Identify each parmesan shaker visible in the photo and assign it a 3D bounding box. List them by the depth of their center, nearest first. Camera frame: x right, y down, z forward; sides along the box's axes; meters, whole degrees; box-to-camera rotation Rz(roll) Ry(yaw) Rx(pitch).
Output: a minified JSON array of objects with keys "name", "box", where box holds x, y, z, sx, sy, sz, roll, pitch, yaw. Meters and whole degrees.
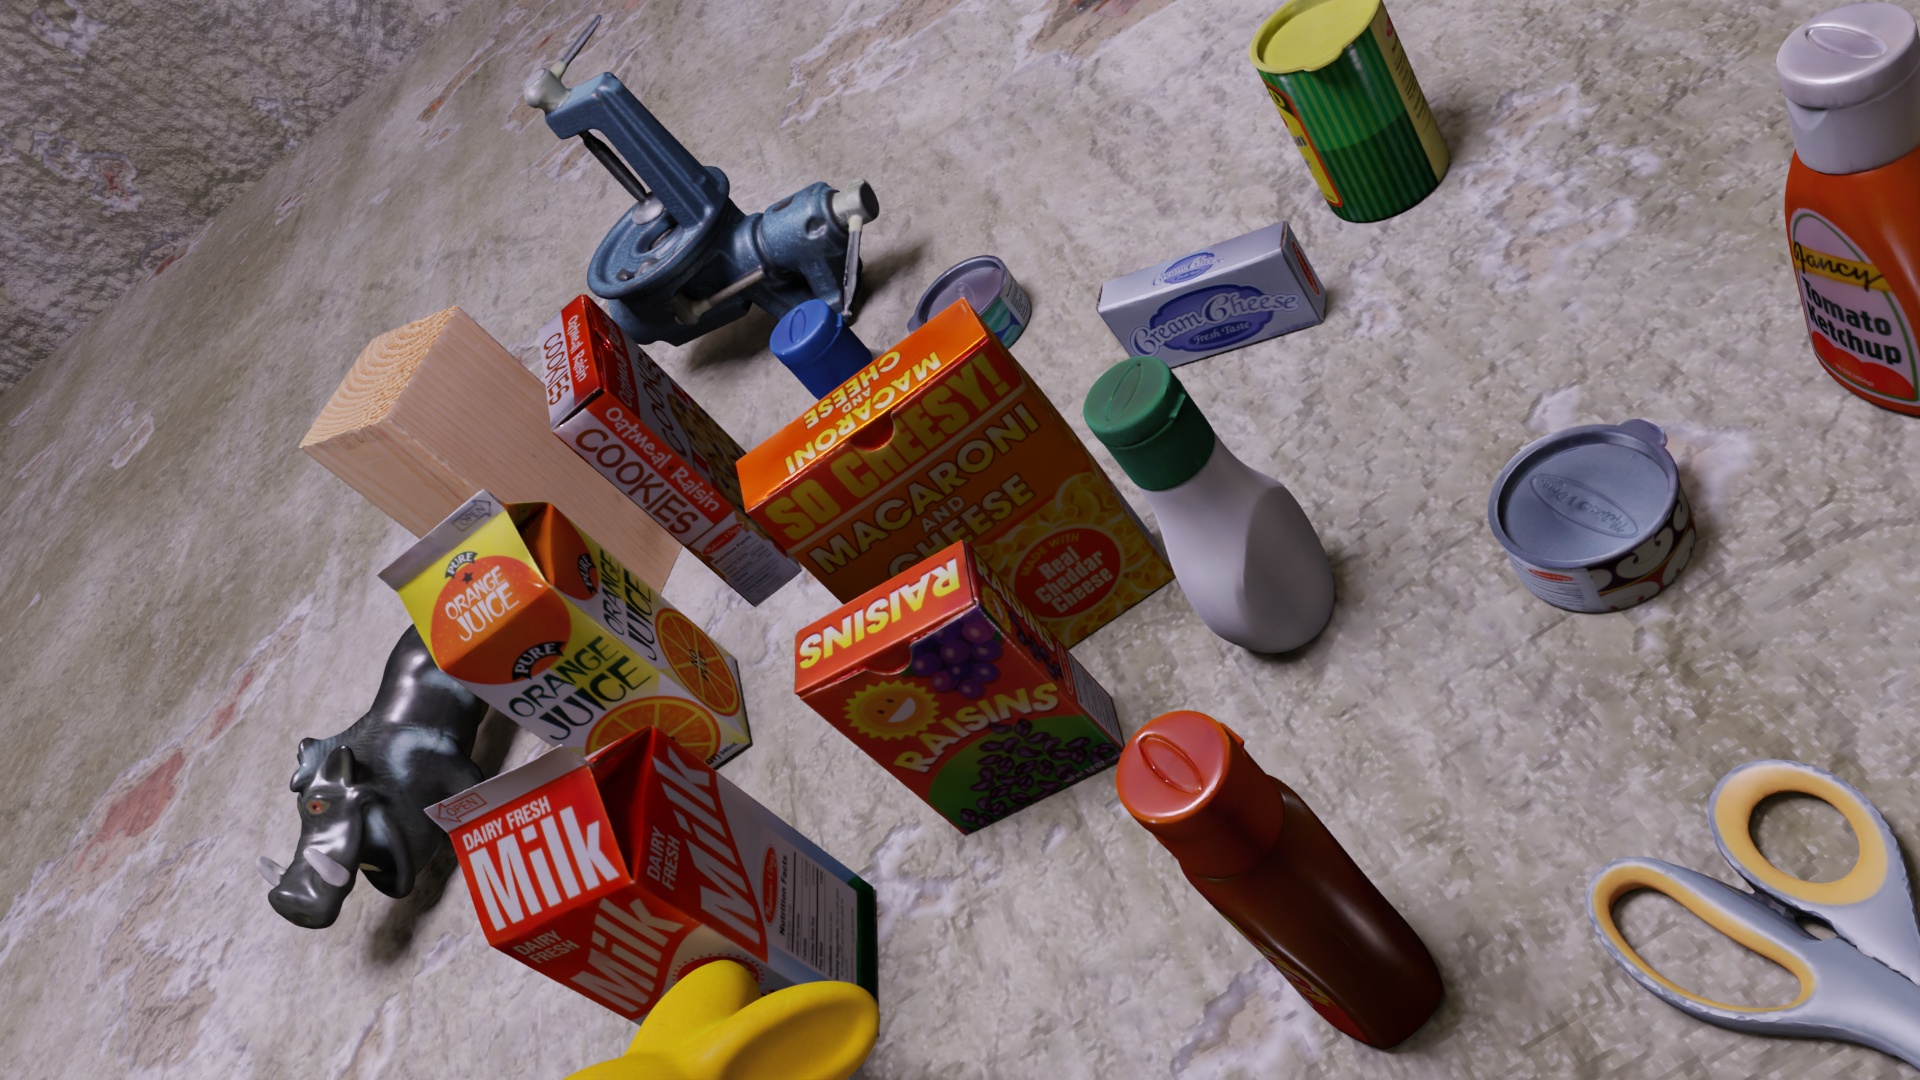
[{"name":"parmesan shaker","box":[0.196,-0.217,0.697,0.071,0.103,0.072,-24,41,23]}]

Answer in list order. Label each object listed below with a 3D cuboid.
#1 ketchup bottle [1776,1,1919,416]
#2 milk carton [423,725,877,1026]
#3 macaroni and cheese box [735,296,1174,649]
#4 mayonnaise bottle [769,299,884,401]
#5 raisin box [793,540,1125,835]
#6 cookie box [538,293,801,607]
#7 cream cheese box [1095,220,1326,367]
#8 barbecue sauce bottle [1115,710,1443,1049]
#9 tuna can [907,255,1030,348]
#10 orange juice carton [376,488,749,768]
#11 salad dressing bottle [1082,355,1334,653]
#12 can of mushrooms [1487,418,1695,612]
[{"name":"ketchup bottle","box":[0.304,-0.107,0.460,0.043,0.148,0.065,-38,38,6]},{"name":"milk carton","box":[-0.117,0.140,0.555,0.072,0.190,0.074,-27,40,20]},{"name":"macaroni and cheese box","box":[0.002,-0.008,0.613,0.123,0.166,0.040,-35,38,9]},{"name":"mayonnaise bottle","box":[-0.040,-0.061,0.716,0.041,0.147,0.065,-27,40,20]},{"name":"raisin box","box":[0.001,0.065,0.579,0.086,0.123,0.040,-29,40,18]},{"name":"cookie box","box":[-0.169,-0.053,0.805,0.040,0.167,0.123,-38,38,7]},{"name":"cream cheese box","box":[0.127,-0.121,0.706,0.103,0.053,0.024,-14,46,32]},{"name":"barbecue sauce bottle","box":[0.099,0.105,0.435,0.044,0.148,0.065,-45,38,-2]},{"name":"tuna can","box":[0.005,-0.137,0.844,0.071,0.032,0.071,-24,41,23]},{"name":"orange juice carton","box":[-0.198,0.052,0.709,0.071,0.192,0.073,-35,38,10]},{"name":"salad dressing bottle","box":[0.099,-0.012,0.548,0.044,0.147,0.064,3,56,43]},{"name":"can of mushrooms","box":[0.237,-0.010,0.519,0.071,0.033,0.071,-24,41,23]}]
